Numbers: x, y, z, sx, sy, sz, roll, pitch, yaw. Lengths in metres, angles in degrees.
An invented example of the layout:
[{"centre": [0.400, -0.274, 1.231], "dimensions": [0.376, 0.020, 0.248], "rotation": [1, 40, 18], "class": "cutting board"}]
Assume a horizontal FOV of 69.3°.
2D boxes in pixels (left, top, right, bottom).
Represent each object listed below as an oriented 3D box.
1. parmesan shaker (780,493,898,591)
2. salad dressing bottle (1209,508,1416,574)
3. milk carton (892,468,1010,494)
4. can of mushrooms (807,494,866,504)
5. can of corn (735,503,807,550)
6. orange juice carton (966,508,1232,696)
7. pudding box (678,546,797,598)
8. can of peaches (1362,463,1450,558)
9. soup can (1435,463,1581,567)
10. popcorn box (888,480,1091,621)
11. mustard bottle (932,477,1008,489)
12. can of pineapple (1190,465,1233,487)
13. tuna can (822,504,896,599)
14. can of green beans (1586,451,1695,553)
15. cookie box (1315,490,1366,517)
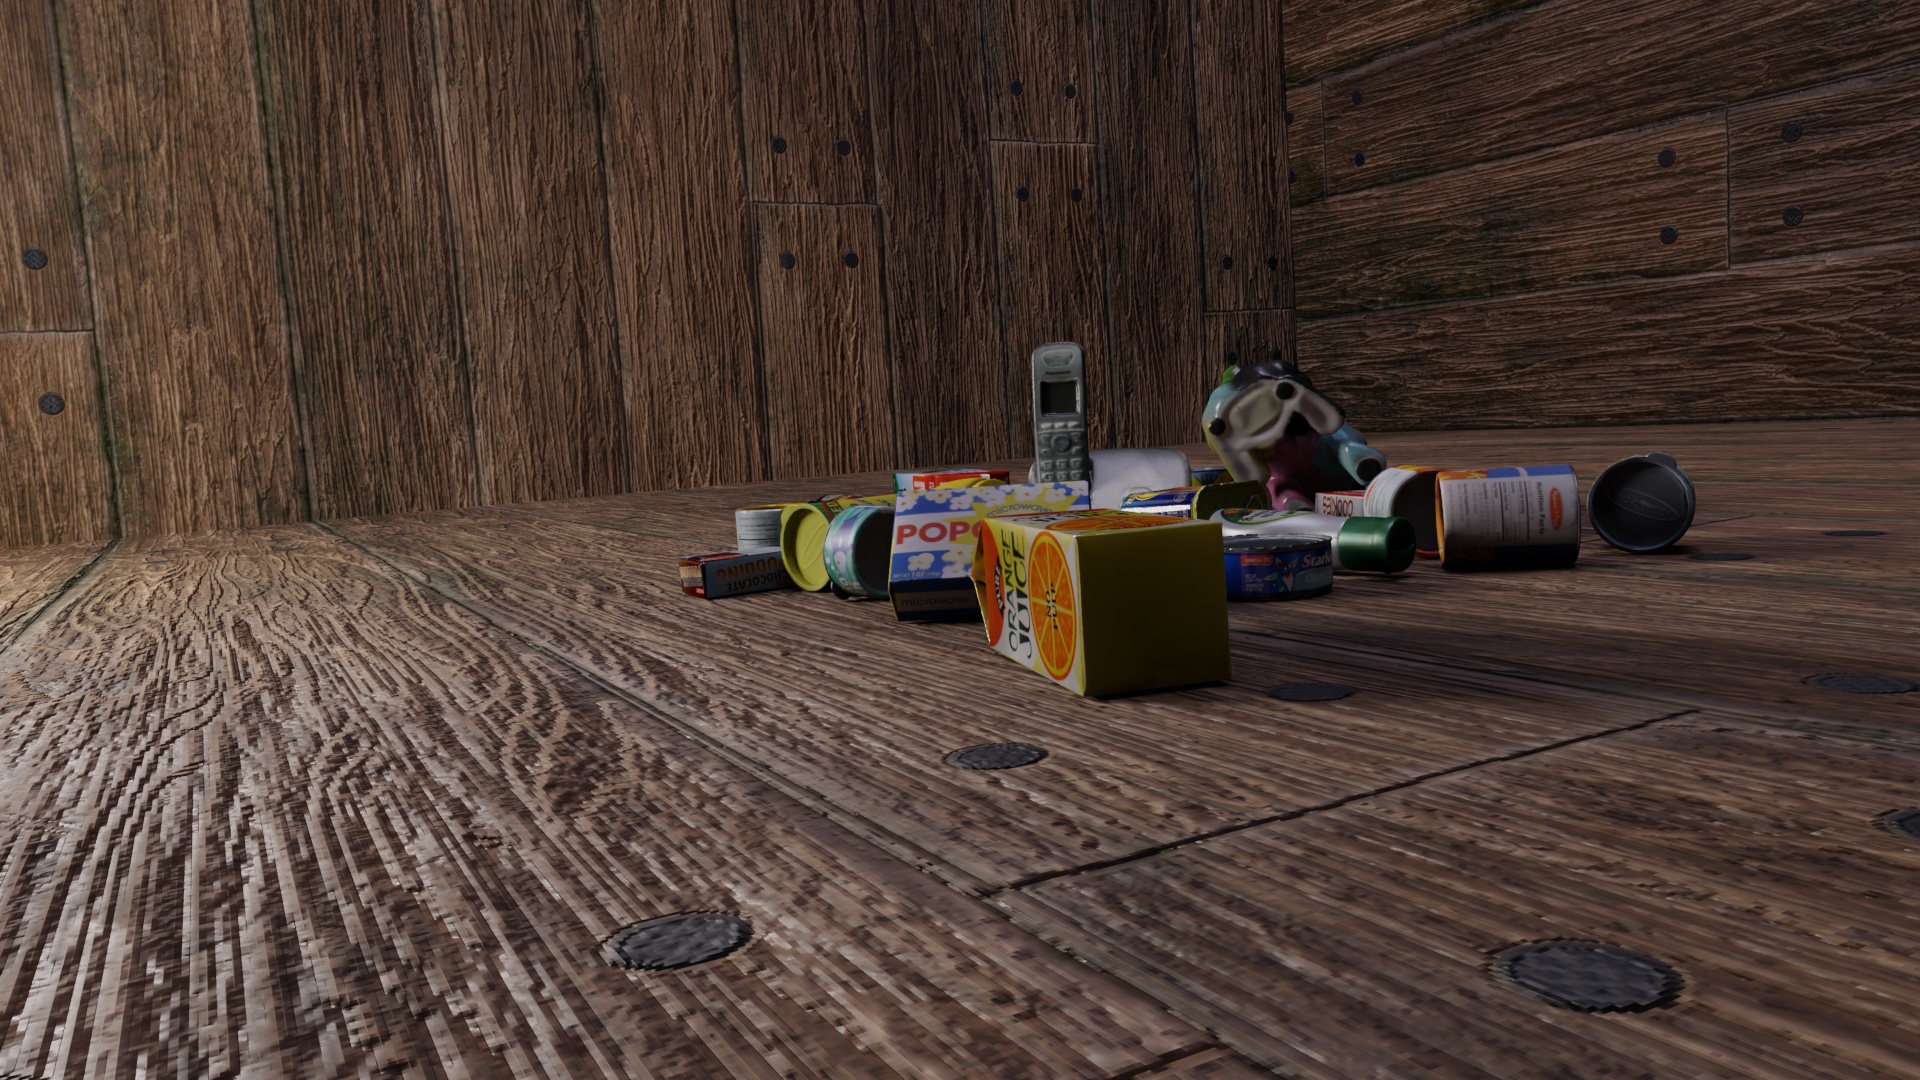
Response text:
[{"centre": [-0.079, -0.003, 1.072], "dimensions": [0.103, 0.071, 0.071], "rotation": [-9, 7, -44], "class": "parmesan shaker"}, {"centre": [0.239, 0.001, 0.958], "dimensions": [0.064, 0.044, 0.147], "rotation": [-7, 6, -41], "class": "salad dressing bottle"}, {"centre": [-0.003, -0.029, 1.289], "dimensions": [0.073, 0.072, 0.190], "rotation": [-5, 6, -17], "class": "milk carton"}, {"centre": [-0.096, -0.006, 1.131], "dimensions": [0.033, 0.071, 0.071], "rotation": [2, 7, 36], "class": "can of mushrooms"}, {"centre": [-0.152, 0.000, 1.161], "dimensions": [0.071, 0.058, 0.071], "rotation": [-4, 5, 0], "class": "can of corn"}, {"centre": [0.061, 0.023, 0.693], "dimensions": [0.072, 0.073, 0.192], "rotation": [-5, 5, -14], "class": "orange juice carton"}, {"centre": [-0.170, 0.024, 1.074], "dimensions": [0.084, 0.030, 0.049], "rotation": [-7, 7, -33], "class": "pudding box"}, {"centre": [0.338, -0.022, 1.016], "dimensions": [0.071, 0.071, 0.058], "rotation": [-4, 5, -1], "class": "can of peaches"}, {"centre": [0.366, -0.016, 0.933], "dimensions": [0.084, 0.071, 0.071], "rotation": [-3, 5, 14], "class": "soup can"}, {"centre": [0.021, 0.006, 0.871], "dimensions": [0.127, 0.038, 0.085], "rotation": [-3, 41, 5], "class": "popcorn box"}, {"centre": [0.004, -0.012, 0.987], "dimensions": [0.049, 0.065, 0.159], "rotation": [-48, 12, -28], "class": "mustard bottle"}, {"centre": [0.229, -0.040, 1.321], "dimensions": [0.071, 0.057, 0.071], "rotation": [-4, 5, 0], "class": "can of pineapple"}, {"centre": [-0.062, 0.010, 0.975], "dimensions": [0.071, 0.071, 0.033], "rotation": [-8, 8, -43], "class": "tuna can"}, {"centre": [0.474, -0.027, 0.965], "dimensions": [0.071, 0.071, 0.058], "rotation": [-1, 5, 29], "class": "can of green beans"}, {"centre": [0.387, -0.023, 1.124], "dimensions": [0.167, 0.040, 0.123], "rotation": [-4, 3, -3], "class": "cookie box"}]
